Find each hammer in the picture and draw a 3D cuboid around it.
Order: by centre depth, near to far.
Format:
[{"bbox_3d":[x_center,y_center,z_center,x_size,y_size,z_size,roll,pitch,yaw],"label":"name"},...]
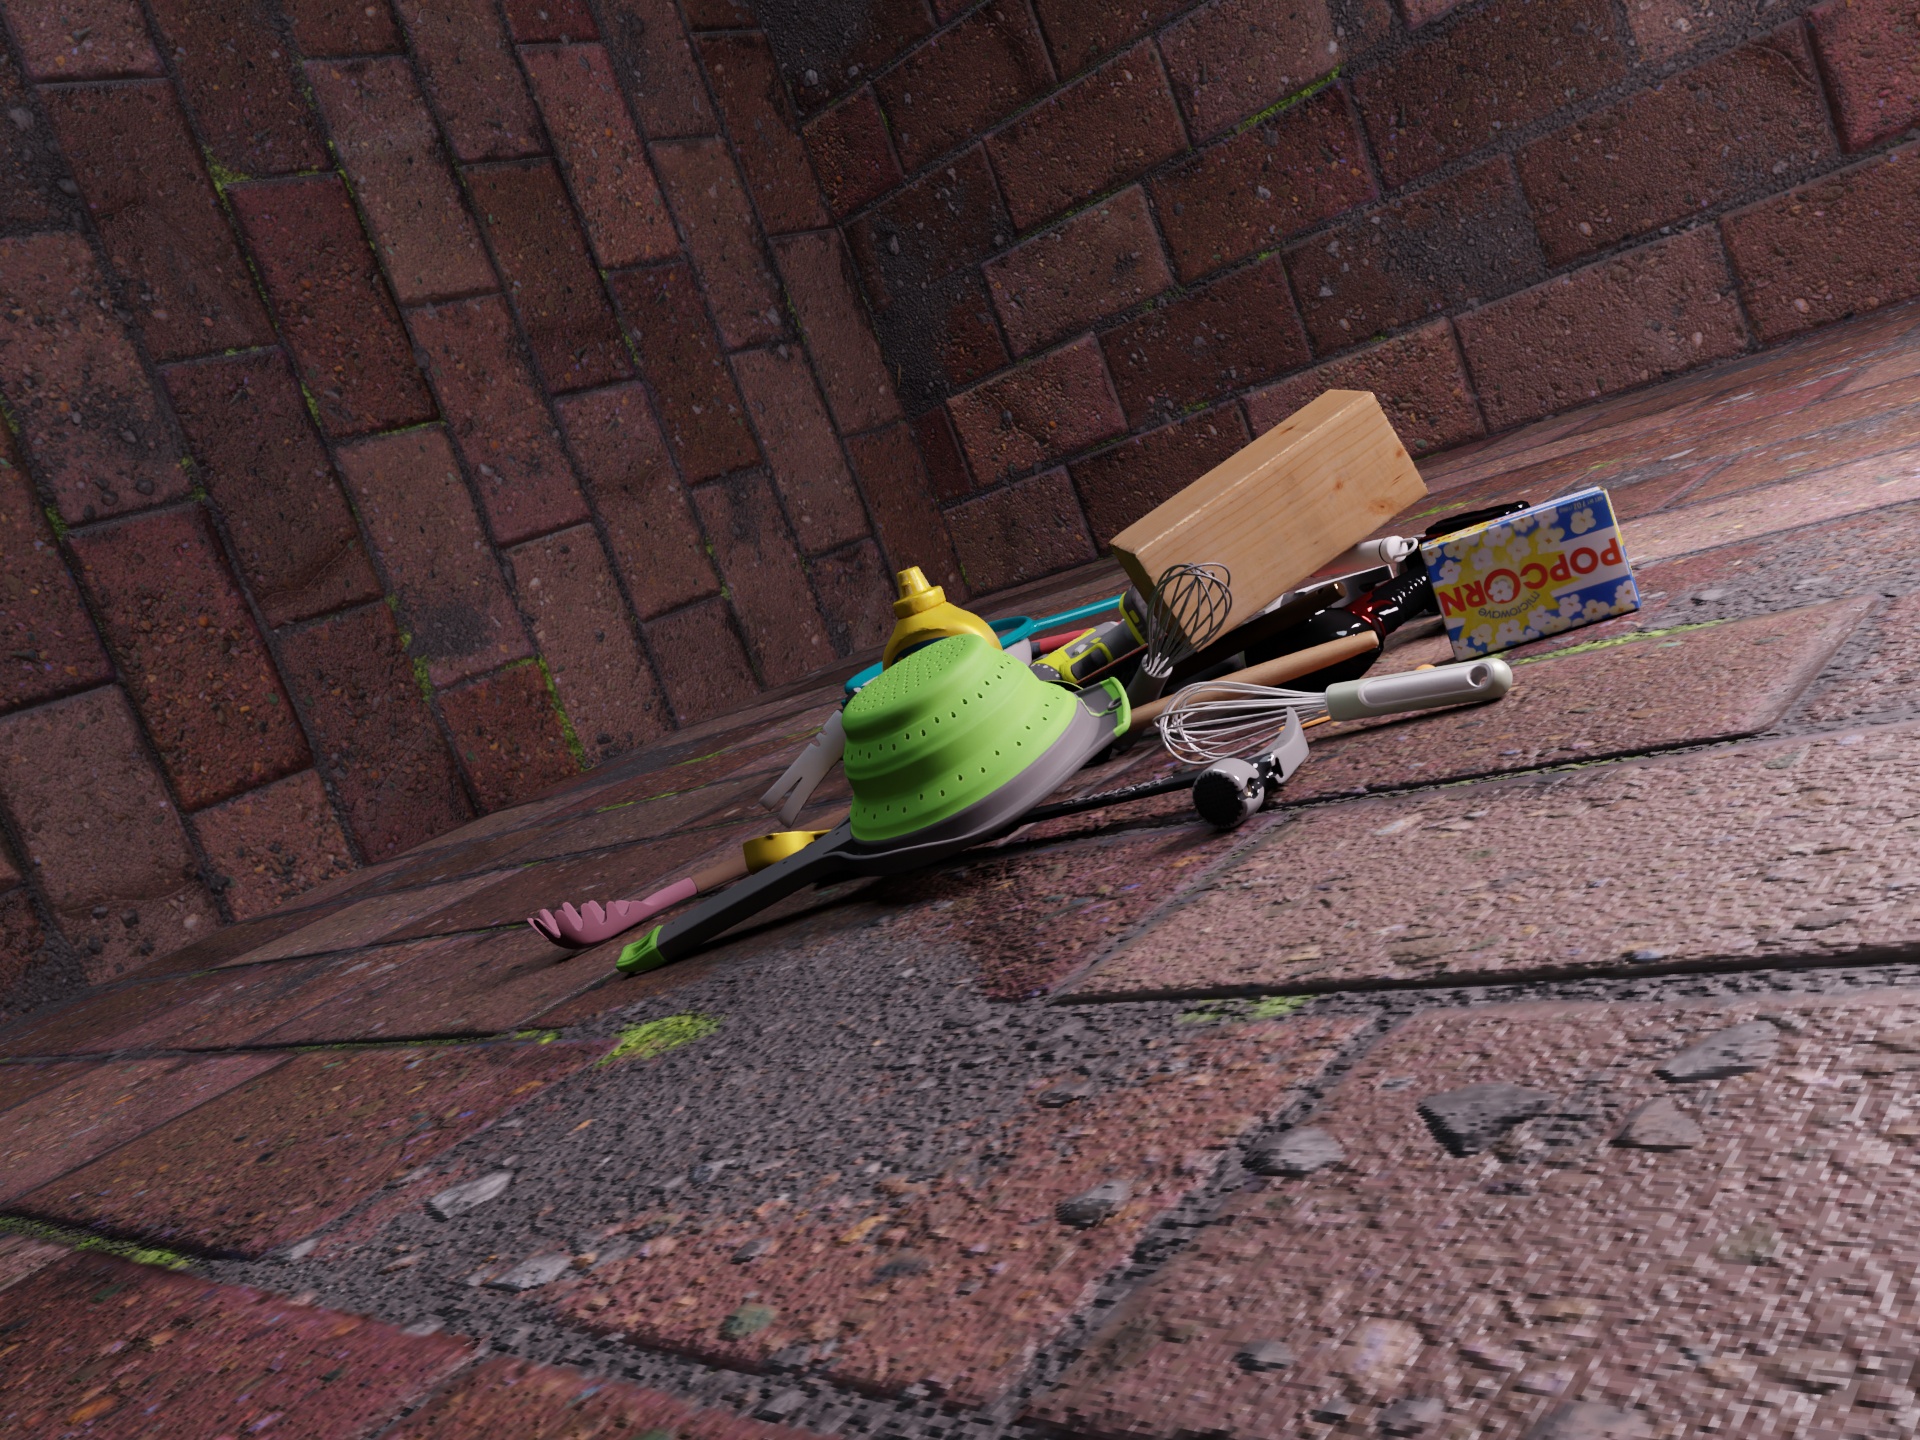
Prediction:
[{"bbox_3d":[0.044,0.062,1.061,0.409,0.036,0.149,-15,8,39],"label":"hammer"},{"bbox_3d":[0.270,-0.072,1.434,0.146,0.035,0.335,-15,9,44],"label":"hammer"},{"bbox_3d":[-0.094,0.034,1.451,0.127,0.034,0.337,-50,-6,3],"label":"hammer"},{"bbox_3d":[0.133,-0.101,2.043,0.143,0.038,0.386,-23,7,-32],"label":"hammer"}]

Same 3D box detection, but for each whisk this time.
[{"bbox_3d":[0.234,-0.011,1.031,0.246,0.058,0.059,-10,-20,37],"label":"whisk"},{"bbox_3d":[0.144,-0.041,1.152,0.055,0.055,0.238,-23,-23,-22],"label":"whisk"}]

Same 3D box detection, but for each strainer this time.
[{"bbox_3d":[0.267,-0.117,1.232,0.087,0.050,0.258,-56,18,-15],"label":"strainer"},{"bbox_3d":[0.051,-0.050,1.664,0.340,0.095,0.211,-17,10,9],"label":"strainer"}]

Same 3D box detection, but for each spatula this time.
[{"bbox_3d":[0.147,0.003,1.142,0.317,0.044,0.082,-20,5,14],"label":"spatula"}]

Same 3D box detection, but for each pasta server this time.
[{"bbox_3d":[-0.199,0.118,1.310,0.316,0.040,0.060,-23,5,-28],"label":"pasta server"}]

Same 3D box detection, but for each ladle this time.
[{"bbox_3d":[0.157,-0.044,1.229,0.320,0.062,0.078,-28,33,42],"label":"ladle"}]

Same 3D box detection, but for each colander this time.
[{"bbox_3d":[-0.082,0.046,1.068,0.397,0.094,0.205,-29,15,9],"label":"colander"}]

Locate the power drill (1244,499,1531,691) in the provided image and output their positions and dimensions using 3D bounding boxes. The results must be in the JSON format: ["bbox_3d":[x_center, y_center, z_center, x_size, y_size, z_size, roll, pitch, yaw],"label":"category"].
[{"bbox_3d":[0.336,-0.086,1.207,0.219,0.078,0.143,-26,7,-17],"label":"power drill"}]

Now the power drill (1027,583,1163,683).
[{"bbox_3d":[0.138,-0.064,1.458,0.190,0.080,0.228,-31,-2,-42],"label":"power drill"}]

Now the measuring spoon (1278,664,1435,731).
[{"bbox_3d":[0.272,-0.015,1.088,0.117,0.011,0.021,-20,7,1],"label":"measuring spoon"}]

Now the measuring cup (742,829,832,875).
[{"bbox_3d":[-0.089,0.098,1.220,0.156,0.029,0.062,-7,-12,3],"label":"measuring cup"}]

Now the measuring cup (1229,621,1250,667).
[{"bbox_3d":[0.242,-0.061,1.291,0.083,0.038,0.167,-15,-4,35],"label":"measuring cup"}]
